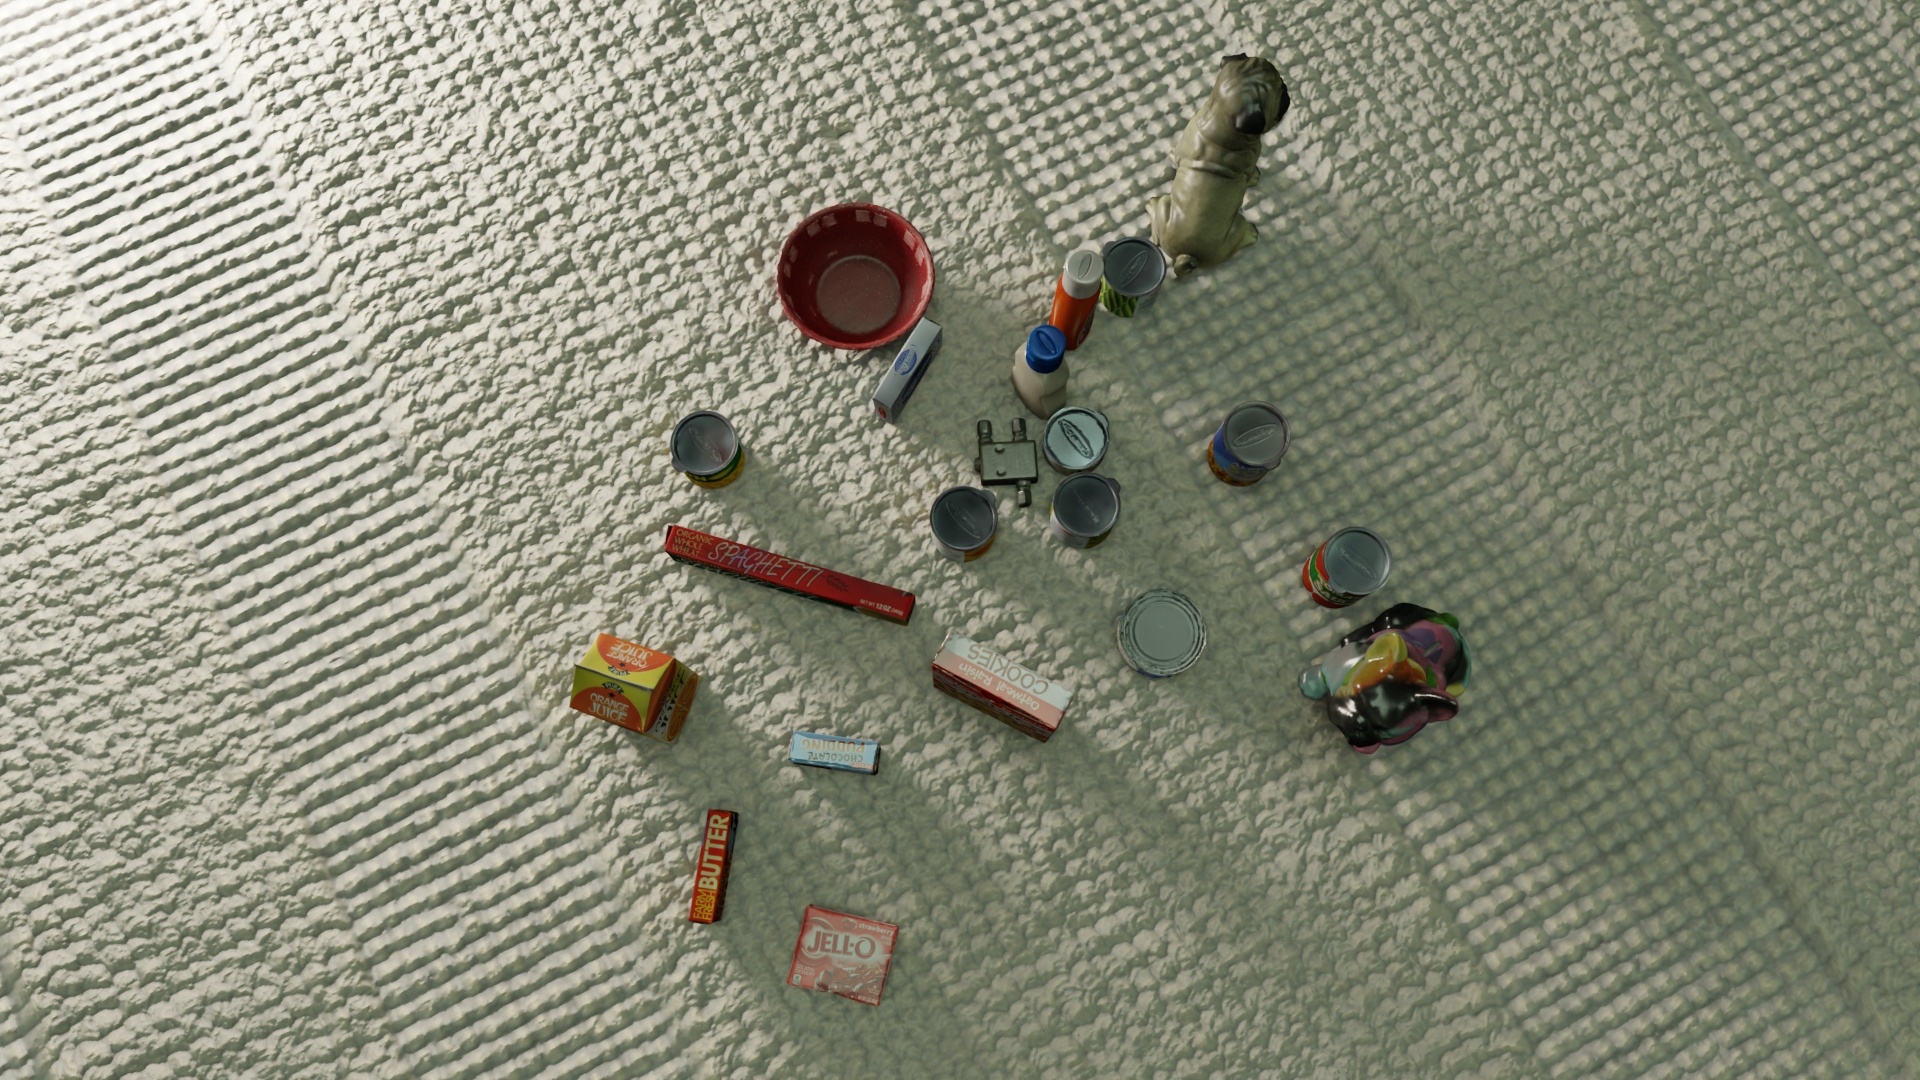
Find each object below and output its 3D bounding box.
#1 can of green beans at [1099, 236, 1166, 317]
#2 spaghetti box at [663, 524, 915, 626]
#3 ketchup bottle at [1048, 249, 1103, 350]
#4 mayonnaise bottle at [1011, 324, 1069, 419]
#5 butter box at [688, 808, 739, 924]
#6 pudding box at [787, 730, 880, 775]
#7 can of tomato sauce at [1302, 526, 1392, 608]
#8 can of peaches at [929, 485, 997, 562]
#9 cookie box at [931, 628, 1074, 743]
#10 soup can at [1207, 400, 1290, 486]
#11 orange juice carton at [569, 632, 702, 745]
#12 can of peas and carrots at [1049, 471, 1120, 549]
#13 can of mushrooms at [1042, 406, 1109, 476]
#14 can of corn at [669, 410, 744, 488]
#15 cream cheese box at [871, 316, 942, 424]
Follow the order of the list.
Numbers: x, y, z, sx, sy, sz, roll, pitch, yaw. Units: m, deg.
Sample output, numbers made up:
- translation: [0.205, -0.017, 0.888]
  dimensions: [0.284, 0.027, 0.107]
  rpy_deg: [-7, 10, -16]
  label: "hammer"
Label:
- translation: [0.175, -0.271, 1.432]
  dimensions: [0.071, 0.057, 0.071]
  rpy_deg: [0, 77, -1]
  label: "can of green beans"
- translation: [-0.167, 0.035, 1.359]
  dimensions: [0.250, 0.050, 0.029]
  rpy_deg: [16, 78, 3]
  label: "spaghetti box"
- translation: [0.115, -0.242, 1.377]
  dimensions: [0.043, 0.148, 0.065]
  rpy_deg: [22, 78, 4]
  label: "ketchup bottle"
- translation: [0.080, -0.168, 1.360]
  dimensions: [0.041, 0.147, 0.065]
  rpy_deg: [-36, 80, -8]
  label: "mayonnaise bottle"
- translation: [-0.229, 0.303, 1.294]
  dimensions: [0.024, 0.053, 0.103]
  rpy_deg: [8, 77, 1]
  label: "butter box"
- translation: [-0.119, 0.203, 1.320]
  dimensions: [0.084, 0.049, 0.030]
  rpy_deg: [8, 77, 1]
  label: "pudding box"
- translation: [0.374, 0.030, 1.351]
  dimensions: [0.071, 0.083, 0.071]
  rpy_deg: [0, 77, -1]
  label: "can of tomato sauce"
- translation: [0.005, -0.017, 1.370]
  dimensions: [0.071, 0.058, 0.071]
  rpy_deg: [0, 77, -1]
  label: "can of peaches"
- translation: [0.036, 0.138, 1.278]
  dimensions: [0.123, 0.167, 0.040]
  rpy_deg: [27, 78, 5]
  label: "cookie box"
- translation: [0.286, -0.092, 1.378]
  dimensions: [0.071, 0.083, 0.071]
  rpy_deg: [0, 77, -1]
  label: "soup can"
- translation: [-0.295, 0.135, 1.261]
  dimensions: [0.072, 0.192, 0.073]
  rpy_deg: [19, 78, 4]
  label: "orange juice carton"
- translation: [0.124, -0.031, 1.374]
  dimensions: [0.071, 0.058, 0.071]
  rpy_deg: [0, 77, -1]
  label: "can of peas and carrots"
- translation: [0.118, -0.101, 1.403]
  dimensions: [0.071, 0.033, 0.071]
  rpy_deg: [0, 77, -1]
  label: "can of mushrooms"
- translation: [-0.253, -0.088, 1.382]
  dimensions: [0.071, 0.058, 0.071]
  rpy_deg: [0, 77, -1]
  label: "can of corn"
- translation: [-0.053, -0.172, 1.407]
  dimensions: [0.024, 0.053, 0.104]
  rpy_deg: [29, 78, 6]
  label: "cream cheese box"
